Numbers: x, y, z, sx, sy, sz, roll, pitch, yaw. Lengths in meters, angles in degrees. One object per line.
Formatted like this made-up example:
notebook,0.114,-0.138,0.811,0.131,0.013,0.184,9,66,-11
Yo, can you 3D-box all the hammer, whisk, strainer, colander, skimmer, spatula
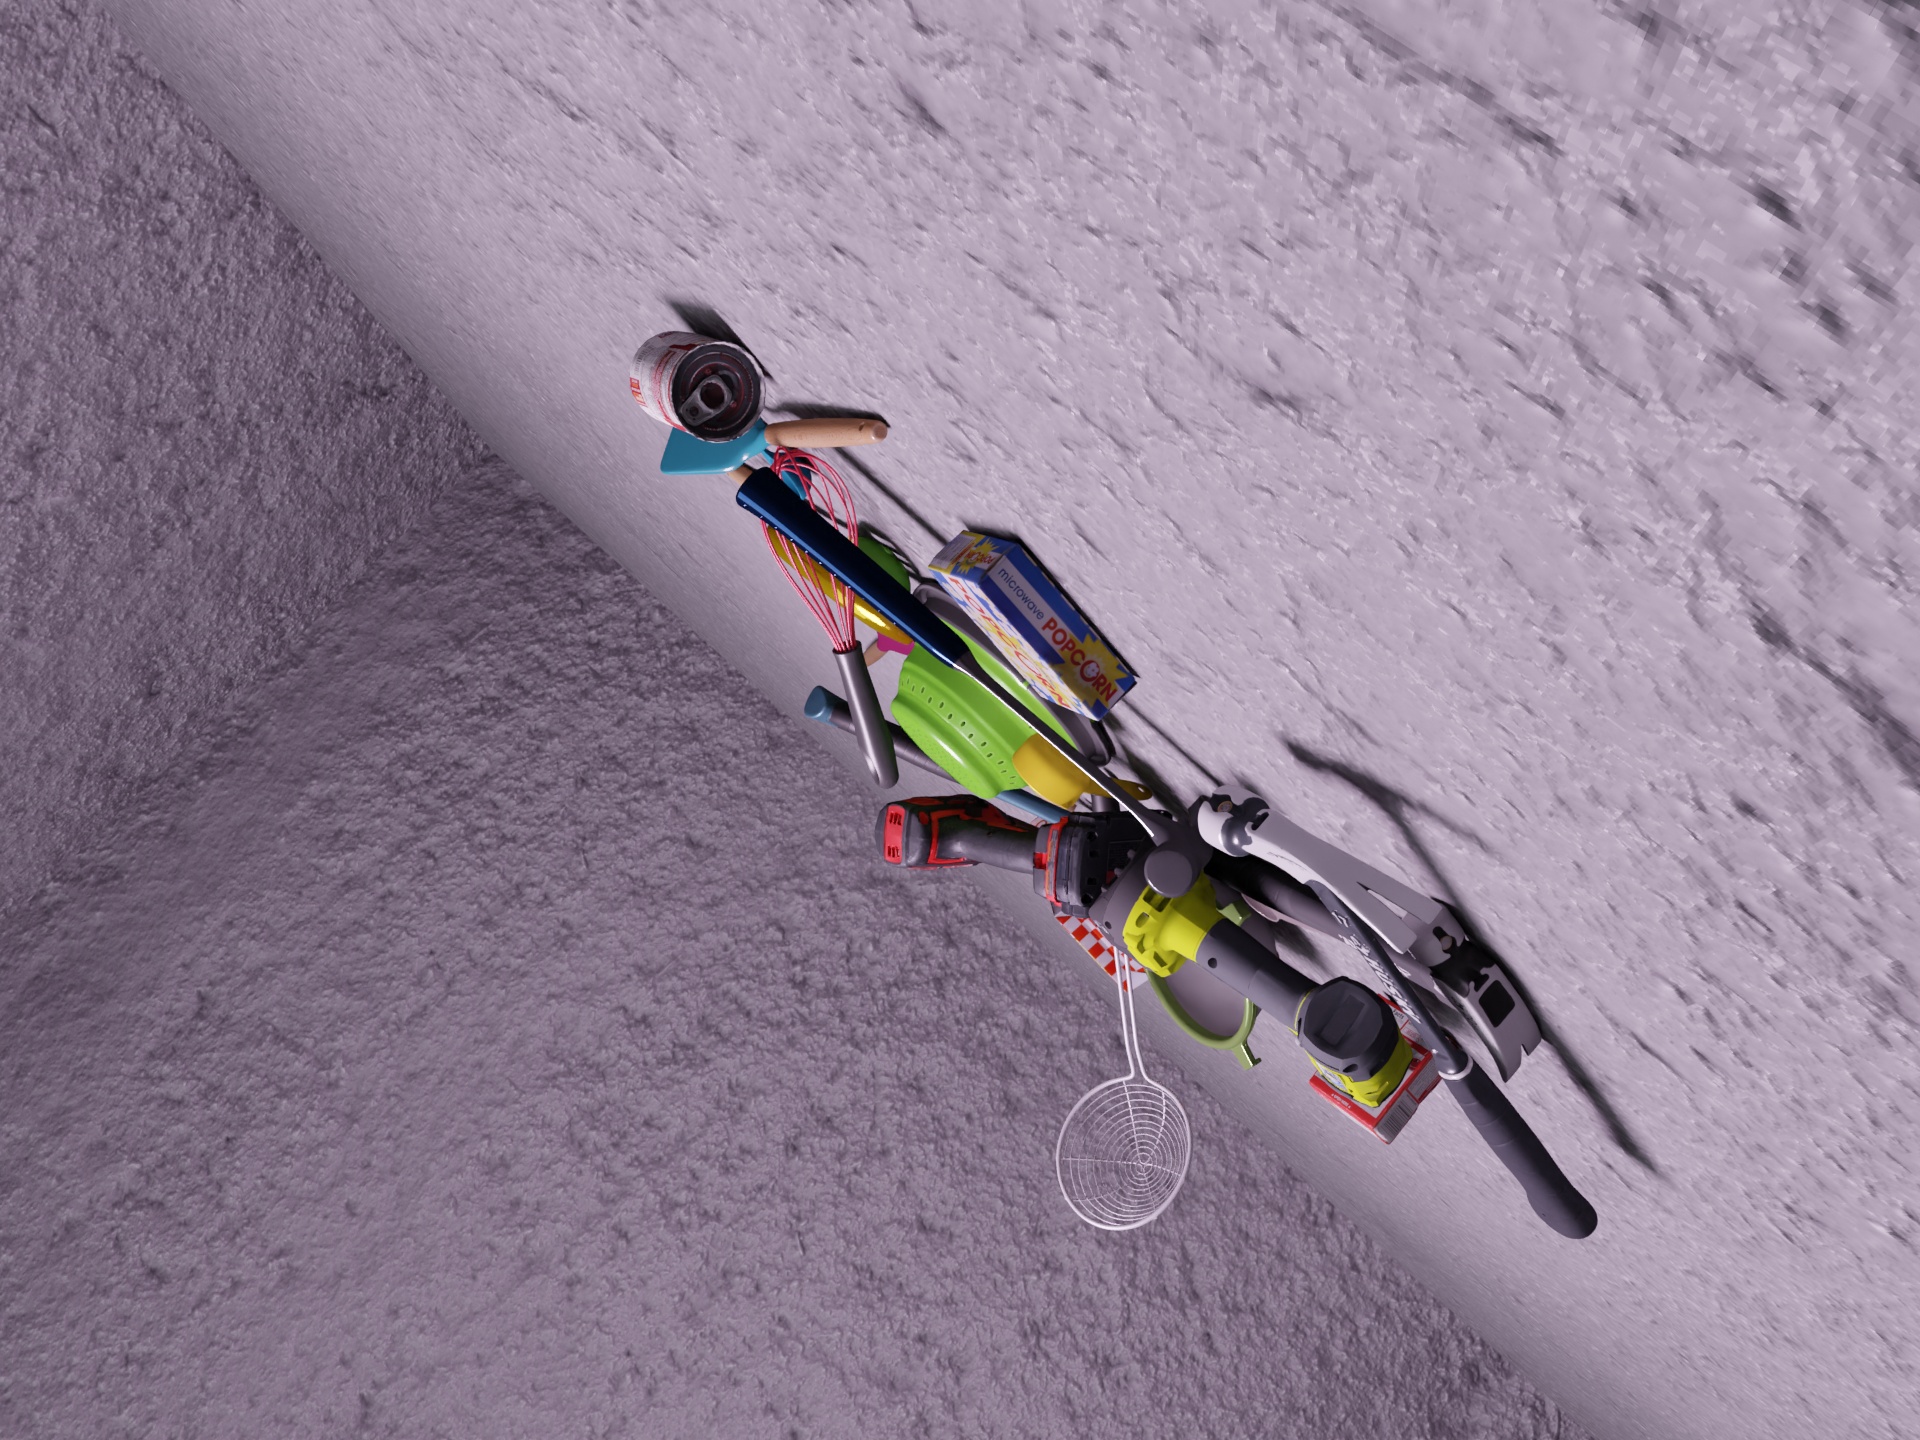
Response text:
hammer,0.284,0.191,0.919,0.408,0.036,0.149,49,170,-31
whisk,-0.092,-0.073,1.213,0.073,0.073,0.295,32,143,54
hammer,0.010,-0.034,1.085,0.405,0.035,0.144,40,-163,8
hammer,0.244,0.132,1.054,0.146,0.035,0.335,47,171,-24
strainer,0.186,0.174,1.343,0.257,0.069,0.151,27,130,57
colander,-0.002,-0.004,1.327,0.204,0.094,0.397,44,172,-7
hammer,0.015,0.051,1.414,0.331,0.033,0.128,26,180,-7
skimmer,0.122,0.232,1.311,0.127,0.090,0.363,0,102,37
spatula,-0.129,-0.200,1.092,0.044,0.082,0.318,22,178,-29

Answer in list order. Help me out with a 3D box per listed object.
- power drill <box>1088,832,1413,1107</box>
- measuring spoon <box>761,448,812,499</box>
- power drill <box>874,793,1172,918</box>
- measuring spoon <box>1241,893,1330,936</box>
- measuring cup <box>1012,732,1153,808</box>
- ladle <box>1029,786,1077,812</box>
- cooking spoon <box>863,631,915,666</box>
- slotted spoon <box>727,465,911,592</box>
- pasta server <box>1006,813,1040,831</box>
power drill,0.209,0.183,1.112,0.223,0.080,0.171,34,172,31
measuring spoon,-0.154,-0.225,1.223,0.128,0.021,0.042,52,172,2
power drill,0.054,0.099,1.265,0.220,0.078,0.143,6,-177,42
measuring spoon,0.250,0.139,1.153,0.034,0.018,0.124,47,164,-25
measuring cup,0.101,0.038,1.176,0.156,0.029,0.062,10,-145,-47
ladle,0.093,0.093,1.523,0.320,0.062,0.078,36,-177,26
cooking spoon,-0.081,-0.074,1.624,0.068,0.017,0.319,44,171,-5
slotted spoon,-0.126,-0.167,1.334,0.314,0.031,0.070,37,169,46
pasta server,0.135,0.145,1.463,0.316,0.040,0.060,23,179,38
